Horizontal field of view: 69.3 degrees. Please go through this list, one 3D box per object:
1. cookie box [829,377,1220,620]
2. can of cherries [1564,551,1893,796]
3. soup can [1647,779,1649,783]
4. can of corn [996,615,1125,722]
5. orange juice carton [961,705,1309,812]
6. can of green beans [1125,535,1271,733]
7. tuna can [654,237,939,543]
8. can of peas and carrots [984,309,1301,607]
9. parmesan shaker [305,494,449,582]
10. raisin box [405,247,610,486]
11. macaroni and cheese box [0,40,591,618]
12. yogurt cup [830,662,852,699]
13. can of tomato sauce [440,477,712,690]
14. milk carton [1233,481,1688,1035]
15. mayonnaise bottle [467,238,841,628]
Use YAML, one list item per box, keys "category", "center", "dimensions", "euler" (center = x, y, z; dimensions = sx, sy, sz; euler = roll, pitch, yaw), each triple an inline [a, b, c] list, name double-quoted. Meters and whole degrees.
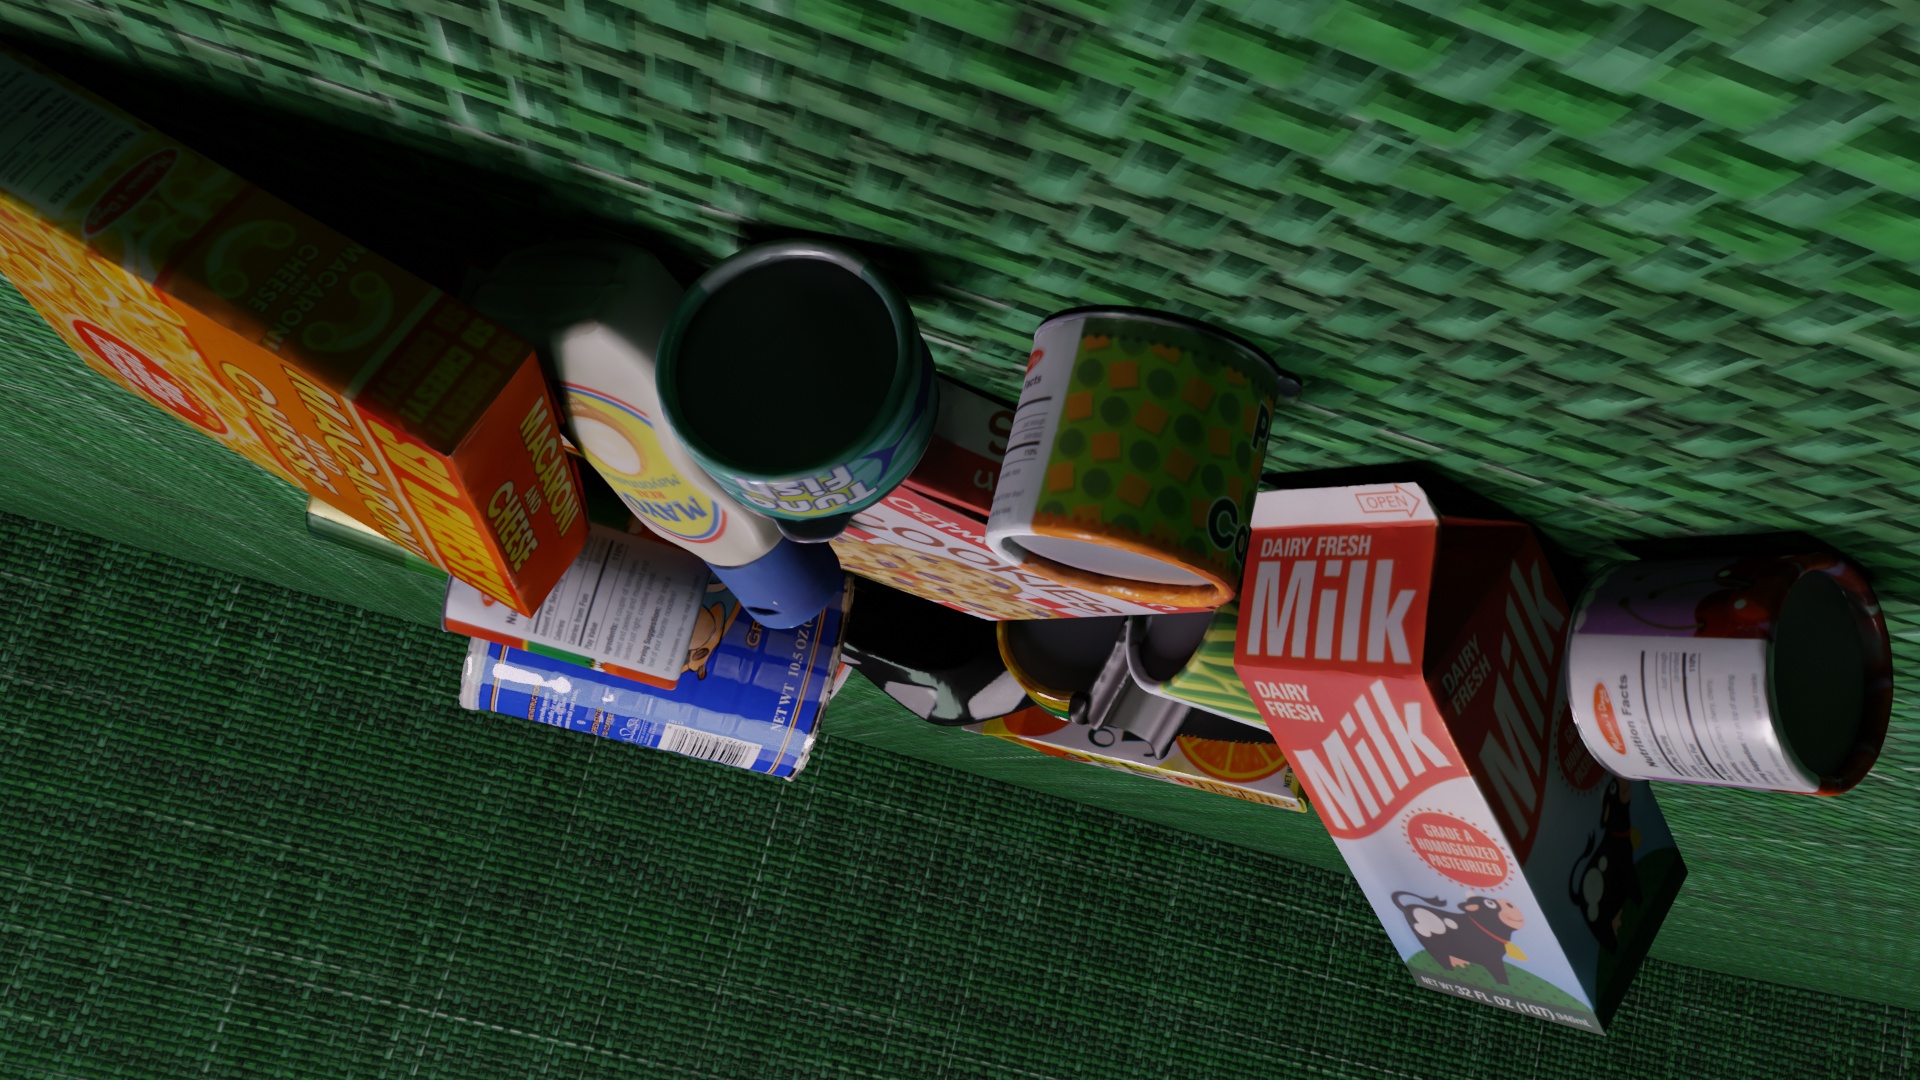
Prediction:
- category: "cookie box"
  center: [0.002, -0.006, 0.510]
  dimensions: [0.123, 0.040, 0.167]
  euler: [21, 167, -24]
- category: "can of cherries"
  center: [0.218, 0.035, 0.393]
  dimensions: [0.071, 0.071, 0.058]
  euler: [21, 165, -28]
- category: "soup can"
  center: [0.219, 0.074, 0.545]
  dimensions: [0.071, 0.071, 0.083]
  euler: [15, 168, -3]
- category: "can of corn"
  center: [0.051, 0.044, 0.623]
  dimensions: [0.071, 0.071, 0.058]
  euler: [12, 166, 14]
- category: "orange juice carton"
  center: [0.098, 0.090, 0.760]
  dimensions: [0.193, 0.072, 0.073]
  euler: [10, 167, 19]
- category: "can of green beans"
  center: [0.101, 0.031, 0.502]
  dimensions: [0.058, 0.071, 0.071]
  euler: [20, 167, -19]
- category: "tuna can"
  center: [-0.040, -0.037, 0.346]
  dimensions: [0.071, 0.071, 0.032]
  euler: [12, 166, 12]
- category: "can of peas and carrots"
  center: [0.047, -0.018, 0.358]
  dimensions: [0.071, 0.059, 0.071]
  euler: [14, 168, 3]
- category: "parmesan shaker"
  center: [-0.278, -0.018, 0.731]
  dimensions: [0.103, 0.071, 0.071]
  euler: [21, 167, -9]
- category: "raisin box"
  center: [-0.136, -0.051, 0.477]
  dimensions: [0.123, 0.040, 0.086]
  euler: [24, 164, -40]
- category: "macaroni and cheese box"
  center: [-0.189, -0.052, 0.390]
  dimensions: [0.166, 0.040, 0.123]
  euler: [29, 157, 4]
- category: "yogurt cup"
  center: [-0.097, 0.063, 0.891]
  dimensions: [0.054, 0.072, 0.072]
  euler: [27, 165, -14]
- category: "can of tomato sauce"
  center: [-0.134, 0.011, 0.501]
  dimensions: [0.083, 0.071, 0.071]
  euler: [17, 167, -10]
- category: "milk carton"
  center: [0.155, 0.059, 0.443]
  dimensions: [0.072, 0.074, 0.190]
  euler: [-4, 124, 54]
- category: "mayonnaise bottle"
  center: [-0.083, -0.026, 0.424]
  dimensions: [0.065, 0.041, 0.147]
  euler: [6, 147, 30]
